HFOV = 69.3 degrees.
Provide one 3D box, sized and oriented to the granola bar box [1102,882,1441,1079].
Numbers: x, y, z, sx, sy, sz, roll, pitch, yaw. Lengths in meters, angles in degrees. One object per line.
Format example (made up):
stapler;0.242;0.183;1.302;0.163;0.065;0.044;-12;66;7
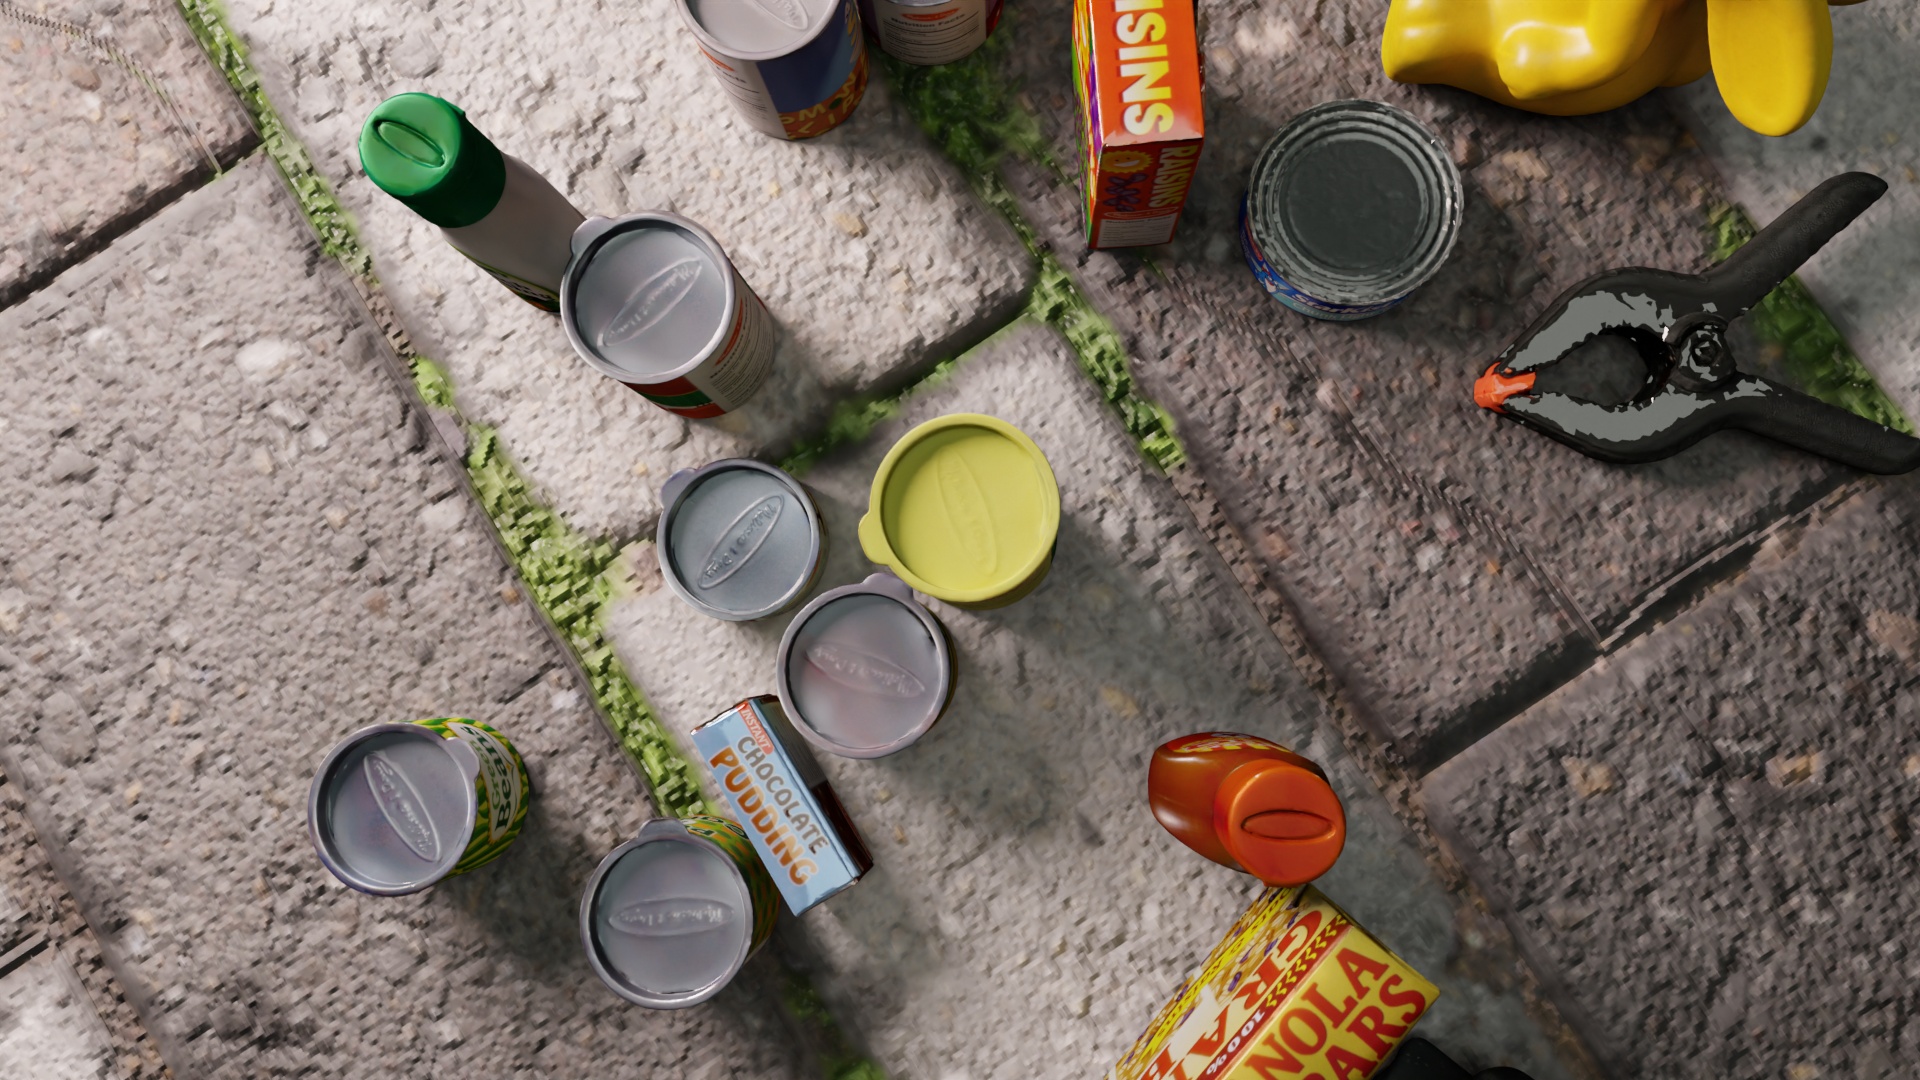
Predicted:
granola bar box;0.088;0.198;0.497;0.039;0.124;0.165;41;88;6

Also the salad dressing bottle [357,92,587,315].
salad dressing bottle;-0.178;-0.126;0.530;0.064;0.147;0.044;31;88;5

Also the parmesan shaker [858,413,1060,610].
parmesan shaker;0.002;-0.007;0.532;0.071;0.103;0.071;0;85;3

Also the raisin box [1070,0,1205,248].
raisin box;0.066;-0.171;0.534;0.040;0.123;0.086;-4;85;3

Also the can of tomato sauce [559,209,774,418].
can of tomato sauce;-0.116;-0.088;0.556;0.071;0.083;0.071;0;85;3

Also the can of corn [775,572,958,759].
can of corn;-0.034;0.049;0.551;0.071;0.058;0.071;0;85;3

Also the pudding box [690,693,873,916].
pudding box;-0.069;0.103;0.552;0.030;0.049;0.084;-32;84;0

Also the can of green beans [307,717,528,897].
can of green beans;-0.214;0.104;0.555;0.071;0.058;0.071;0;85;3

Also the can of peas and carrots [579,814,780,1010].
can of peas and carrots;-0.108;0.141;0.546;0.071;0.058;0.071;0;85;3

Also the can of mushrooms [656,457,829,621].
can of mushrooms;-0.090;-0.001;0.571;0.071;0.033;0.071;0;85;3

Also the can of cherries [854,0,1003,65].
can of cherries;-0.014;-0.243;0.578;0.071;0.058;0.071;0;85;3

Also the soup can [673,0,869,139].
soup can;-0.072;-0.211;0.565;0.071;0.083;0.071;0;85;3

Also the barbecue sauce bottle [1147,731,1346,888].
barbecue sauce bottle;0.103;0.094;0.494;0.065;0.148;0.043;2;85;3
